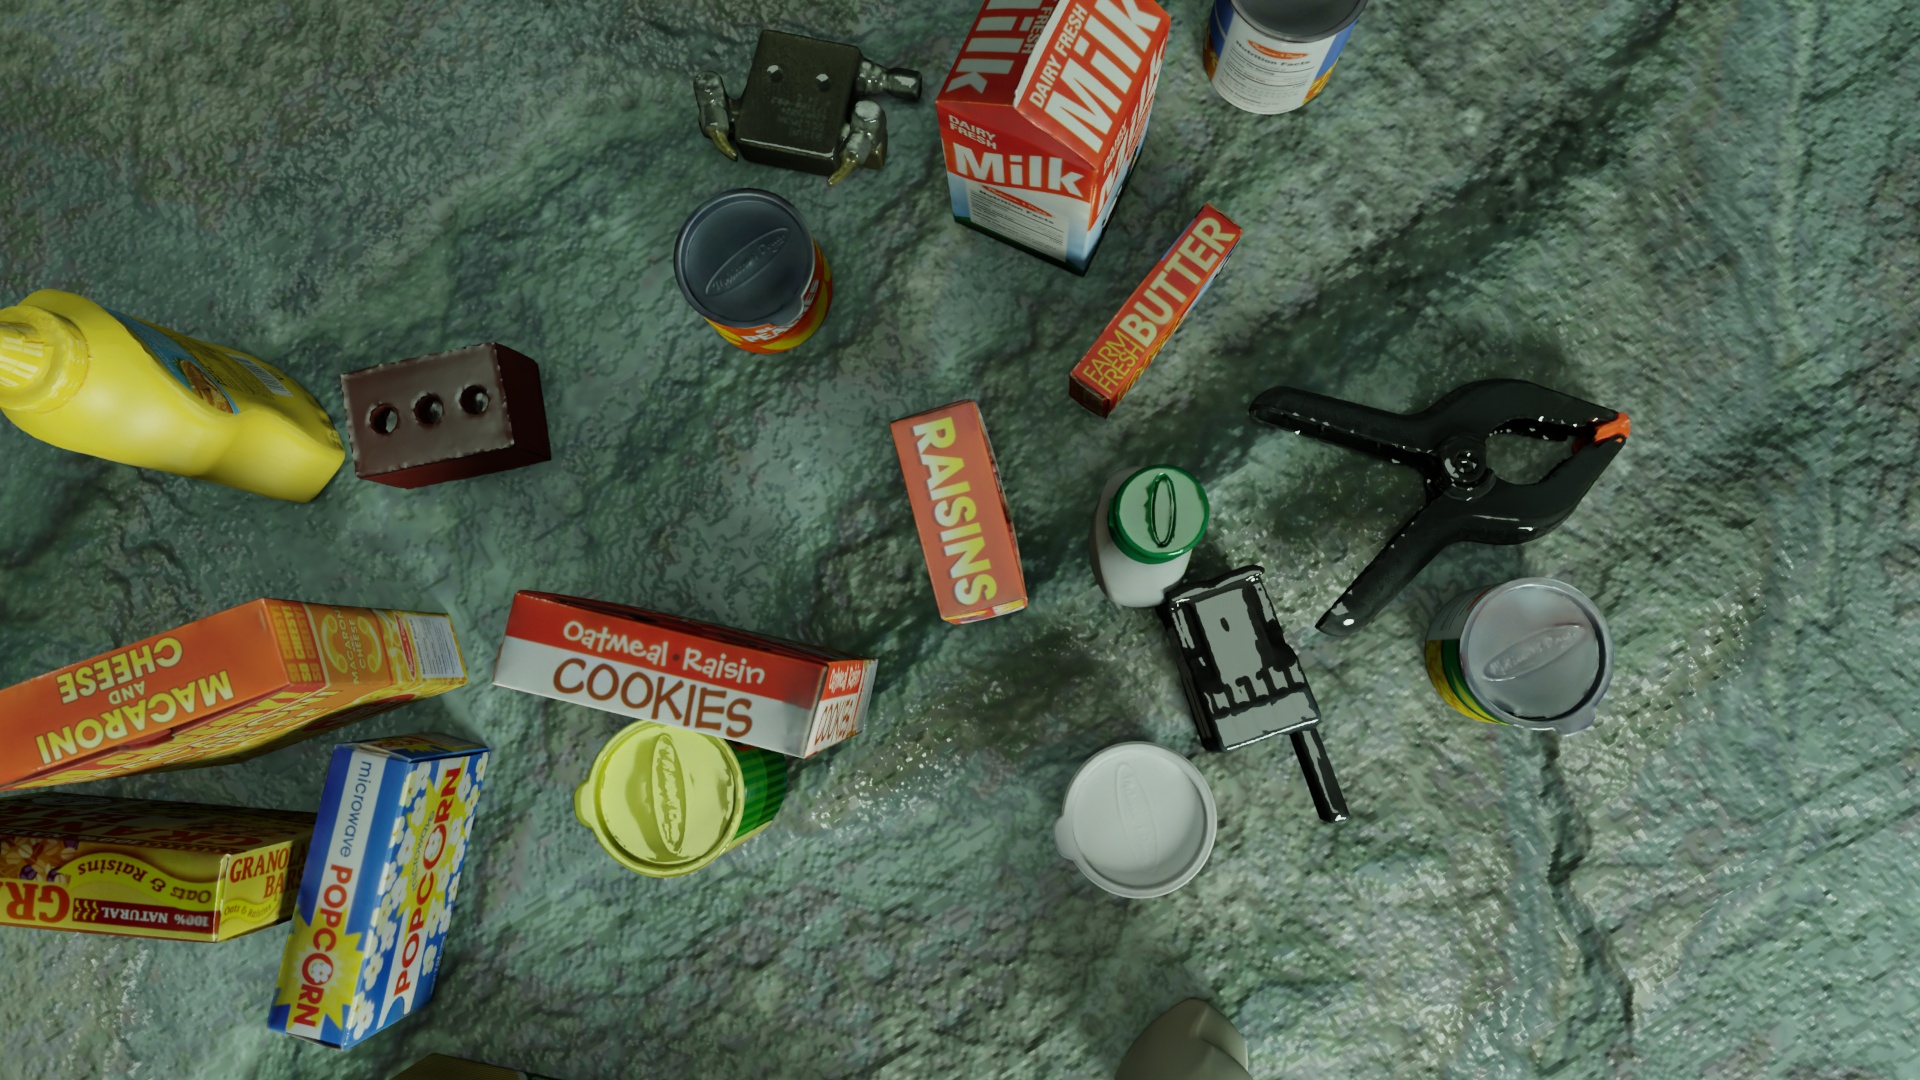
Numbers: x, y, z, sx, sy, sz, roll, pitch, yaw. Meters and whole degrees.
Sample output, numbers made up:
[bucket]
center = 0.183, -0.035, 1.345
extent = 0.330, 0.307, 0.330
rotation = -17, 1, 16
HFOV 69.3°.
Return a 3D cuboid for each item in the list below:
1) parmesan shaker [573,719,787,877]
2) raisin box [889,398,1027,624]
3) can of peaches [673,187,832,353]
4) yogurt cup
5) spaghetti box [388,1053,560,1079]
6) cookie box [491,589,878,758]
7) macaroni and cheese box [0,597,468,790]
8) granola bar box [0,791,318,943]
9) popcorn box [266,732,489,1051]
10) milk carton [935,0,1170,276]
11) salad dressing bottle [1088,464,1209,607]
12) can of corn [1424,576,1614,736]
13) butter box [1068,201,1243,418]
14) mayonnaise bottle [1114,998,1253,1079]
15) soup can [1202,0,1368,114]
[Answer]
[parmesan shaker]
center = -0.121, 0.109, 0.620
extent = 0.071, 0.103, 0.071
rotation = 0, 85, 3
[raisin box]
center = 0.002, -0.008, 0.615
extent = 0.040, 0.123, 0.086
rotation = -14, 84, 2
[can of peaches]
center = -0.096, -0.125, 0.664
extent = 0.071, 0.058, 0.071
rotation = 0, 85, 3
[yogurt cup]
center = 0.079, 0.124, 0.633
extent = 0.072, 0.054, 0.072
rotation = 0, 85, 3
[spaghetti box]
center = -0.136, 0.278, 0.631
extent = 0.250, 0.050, 0.028
rotation = 11, 86, 4
[cookie box]
center = -0.107, 0.055, 0.592
extent = 0.123, 0.167, 0.040
rotation = 12, 86, 4
[macaroni and cheese box]
center = -0.307, 0.066, 0.601
extent = 0.124, 0.166, 0.040
rotation = -19, 84, 1
[granola bar box]
center = -0.372, 0.143, 0.618
extent = 0.166, 0.124, 0.039
rotation = 4, 85, 3
[popcorn box]
center = -0.261, 0.154, 0.631
extent = 0.038, 0.085, 0.126
rotation = 11, 85, 4
[milk carton]
center = 0.039, -0.184, 0.596
extent = 0.073, 0.190, 0.072
rotation = 25, 87, 5
[salad dressing bottle]
center = 0.080, -0.005, 0.598
extent = 0.044, 0.147, 0.064
rotation = 1, 85, 3
[can of corn]
center = 0.252, 0.053, 0.629
extent = 0.071, 0.058, 0.071
rotation = 0, 85, 3
[butter box]
center = 0.091, -0.106, 0.655
extent = 0.024, 0.053, 0.103
rotation = 38, 88, 5
[mayonnaise bottle]
center = 0.096, 0.235, 0.574
extent = 0.041, 0.148, 0.065
rotation = 43, 88, 6
[soup can]
center = 0.152, -0.249, 0.651
extent = 0.071, 0.083, 0.071
rotation = 0, 85, 3
